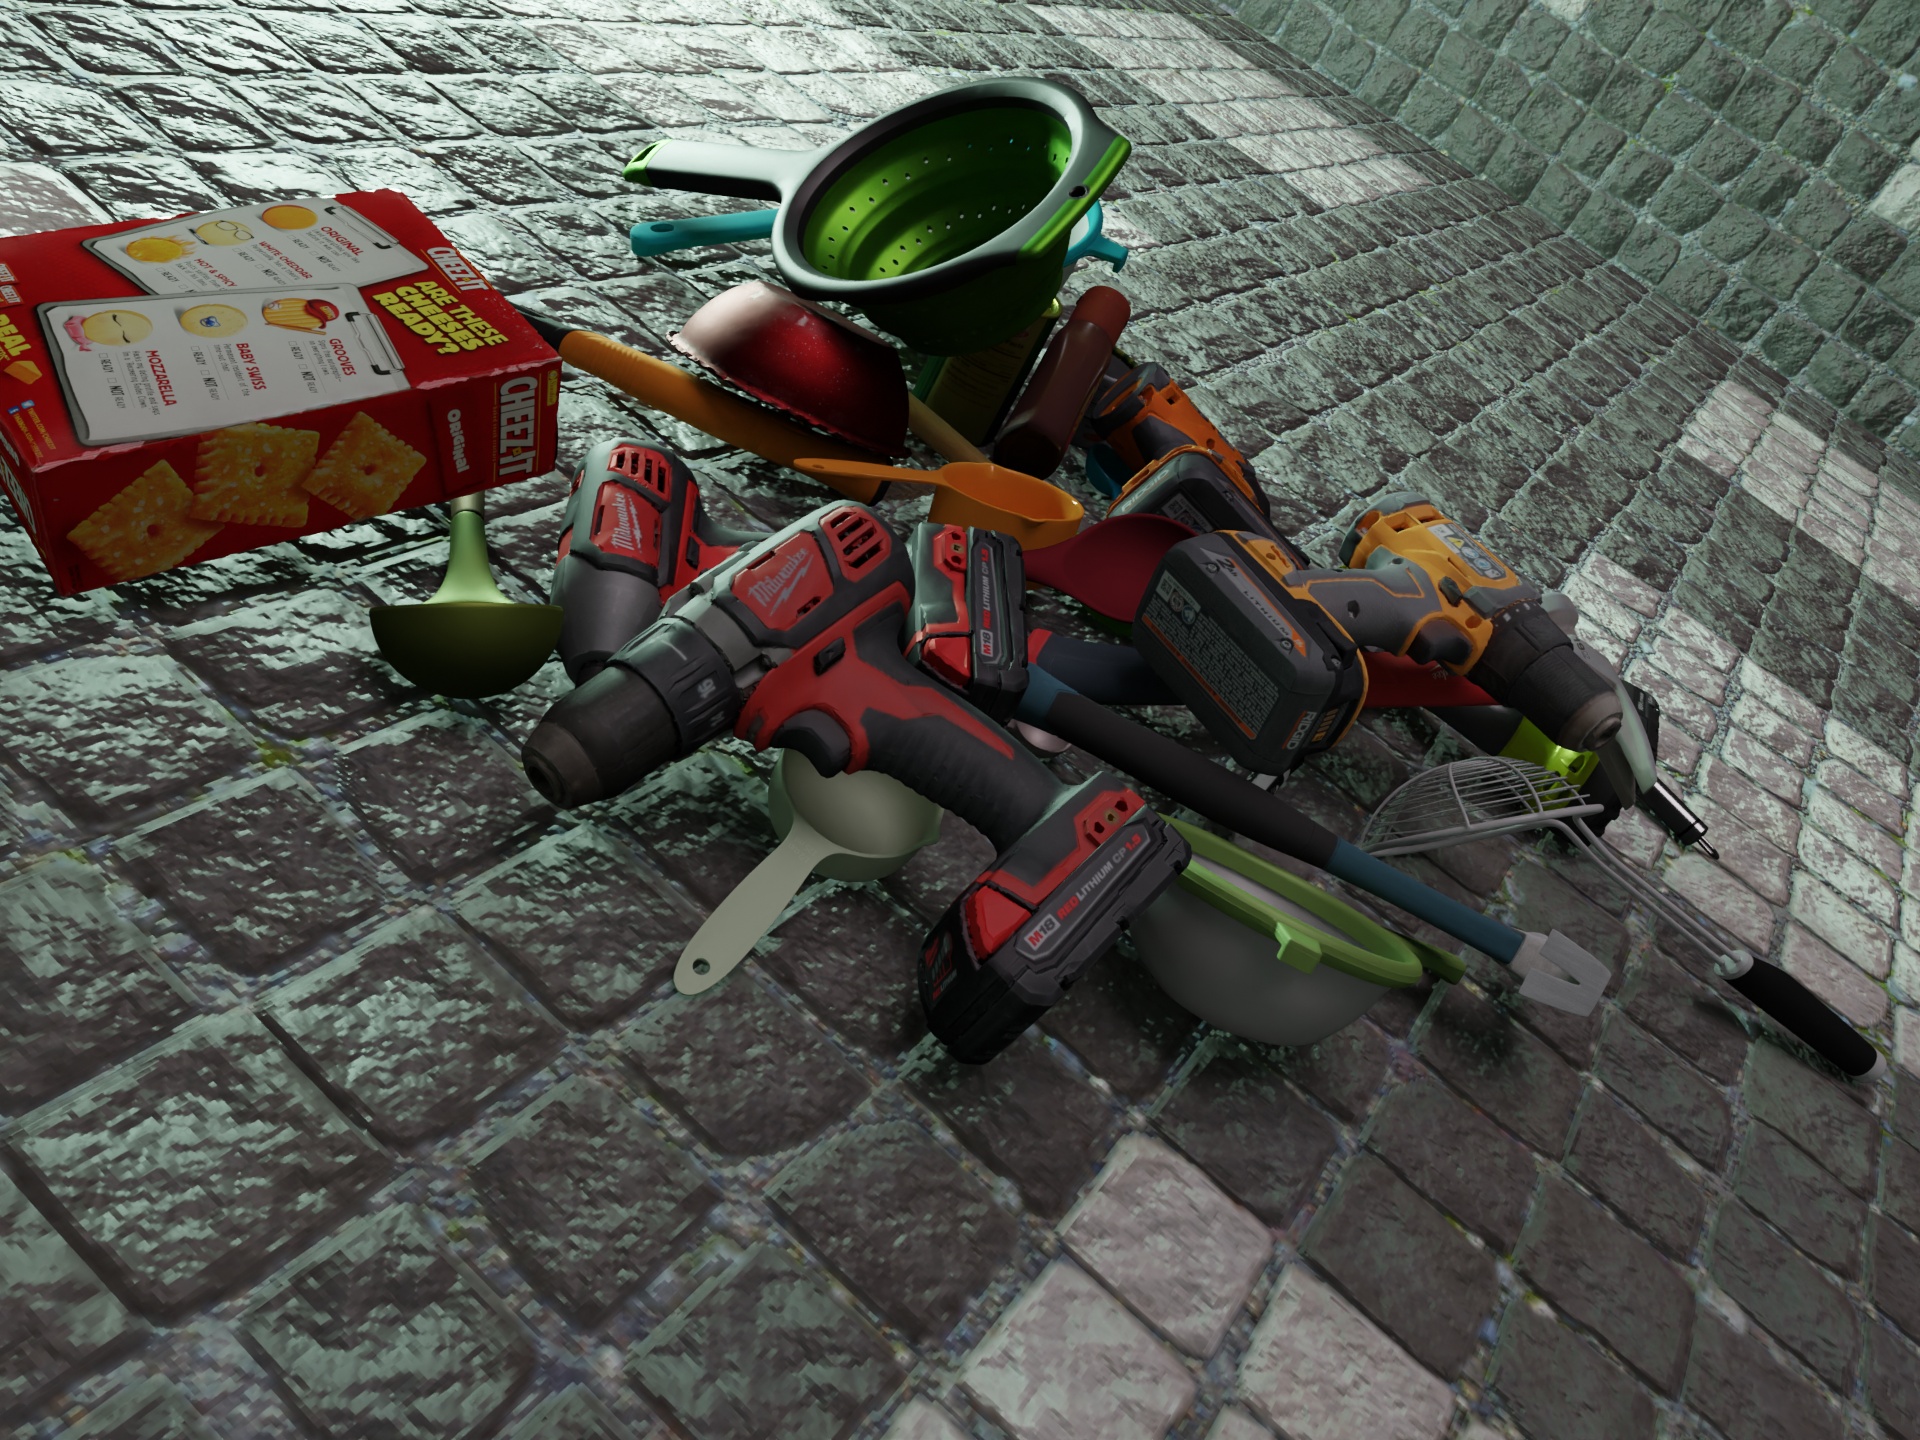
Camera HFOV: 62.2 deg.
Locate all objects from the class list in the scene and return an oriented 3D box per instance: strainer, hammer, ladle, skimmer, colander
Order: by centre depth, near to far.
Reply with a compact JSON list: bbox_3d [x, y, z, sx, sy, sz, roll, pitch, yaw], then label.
[{"bbox_3d":[0.162,0.117,0.757,0.256,0.069,0.152,22,8,-43],"label":"strainer"},{"bbox_3d":[-0.236,-0.119,0.759,0.078,0.062,0.321,-1,40,-16],"label":"ladle"},{"bbox_3d":[0.170,0.059,0.792,0.331,0.033,0.128,28,2,1],"label":"hammer"},{"bbox_3d":[-0.015,-0.085,0.851,0.315,0.031,0.069,1,66,-16],"label":"ladle"},{"bbox_3d":[-0.191,-0.197,0.887,0.336,0.034,0.127,22,21,-17],"label":"hammer"},{"bbox_3d":[0.386,0.130,0.895,0.363,0.127,0.090,35,64,-14],"label":"skimmer"},{"bbox_3d":[0.212,-0.011,0.902,0.386,0.038,0.143,-1,54,-19],"label":"hammer"},{"bbox_3d":[-0.064,-0.309,1.002,0.397,0.094,0.204,20,63,37],"label":"colander"},{"bbox_3d":[0.435,0.000,1.118,0.259,0.050,0.086,50,-5,19],"label":"strainer"},{"bbox_3d":[-0.066,-0.329,1.140,0.340,0.095,0.211,-13,48,-19],"label":"strainer"}]

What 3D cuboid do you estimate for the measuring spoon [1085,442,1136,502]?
[{"bbox_3d":[0.104,-0.137,1.072,0.042,0.021,0.129,24,42,-30],"label":"measuring spoon"}]

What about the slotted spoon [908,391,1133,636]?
[{"bbox_3d":[0.009,-0.163,1.022,0.314,0.031,0.070,43,35,20],"label":"slotted spoon"}]

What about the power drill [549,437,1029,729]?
[{"bbox_3d":[-0.083,-0.049,0.755,0.219,0.078,0.143,13,49,-16],"label":"power drill"}]

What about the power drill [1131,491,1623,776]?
[{"bbox_3d":[0.227,-0.037,0.841,0.226,0.084,0.186,-14,51,-34],"label":"power drill"}]

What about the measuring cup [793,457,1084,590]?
[{"bbox_3d":[-0.016,-0.115,0.917,0.173,0.052,0.095,6,26,-19],"label":"measuring cup"}]

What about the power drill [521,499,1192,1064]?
[{"bbox_3d":[-0.042,0.030,0.638,0.227,0.080,0.188,45,56,8],"label":"power drill"}]

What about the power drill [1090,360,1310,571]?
[{"bbox_3d":[0.160,-0.132,1.025,0.164,0.084,0.227,43,22,-19],"label":"power drill"}]

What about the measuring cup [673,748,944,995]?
[{"bbox_3d":[-0.071,0.062,0.676,0.083,0.038,0.168,39,52,2],"label":"measuring cup"}]

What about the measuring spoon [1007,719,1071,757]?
[{"bbox_3d":[-0.001,-0.003,0.824,0.124,0.018,0.034,13,49,-13],"label":"measuring spoon"}]

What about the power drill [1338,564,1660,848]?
[{"bbox_3d":[0.337,-0.030,1.053,0.228,0.080,0.191,32,35,7],"label":"power drill"}]
